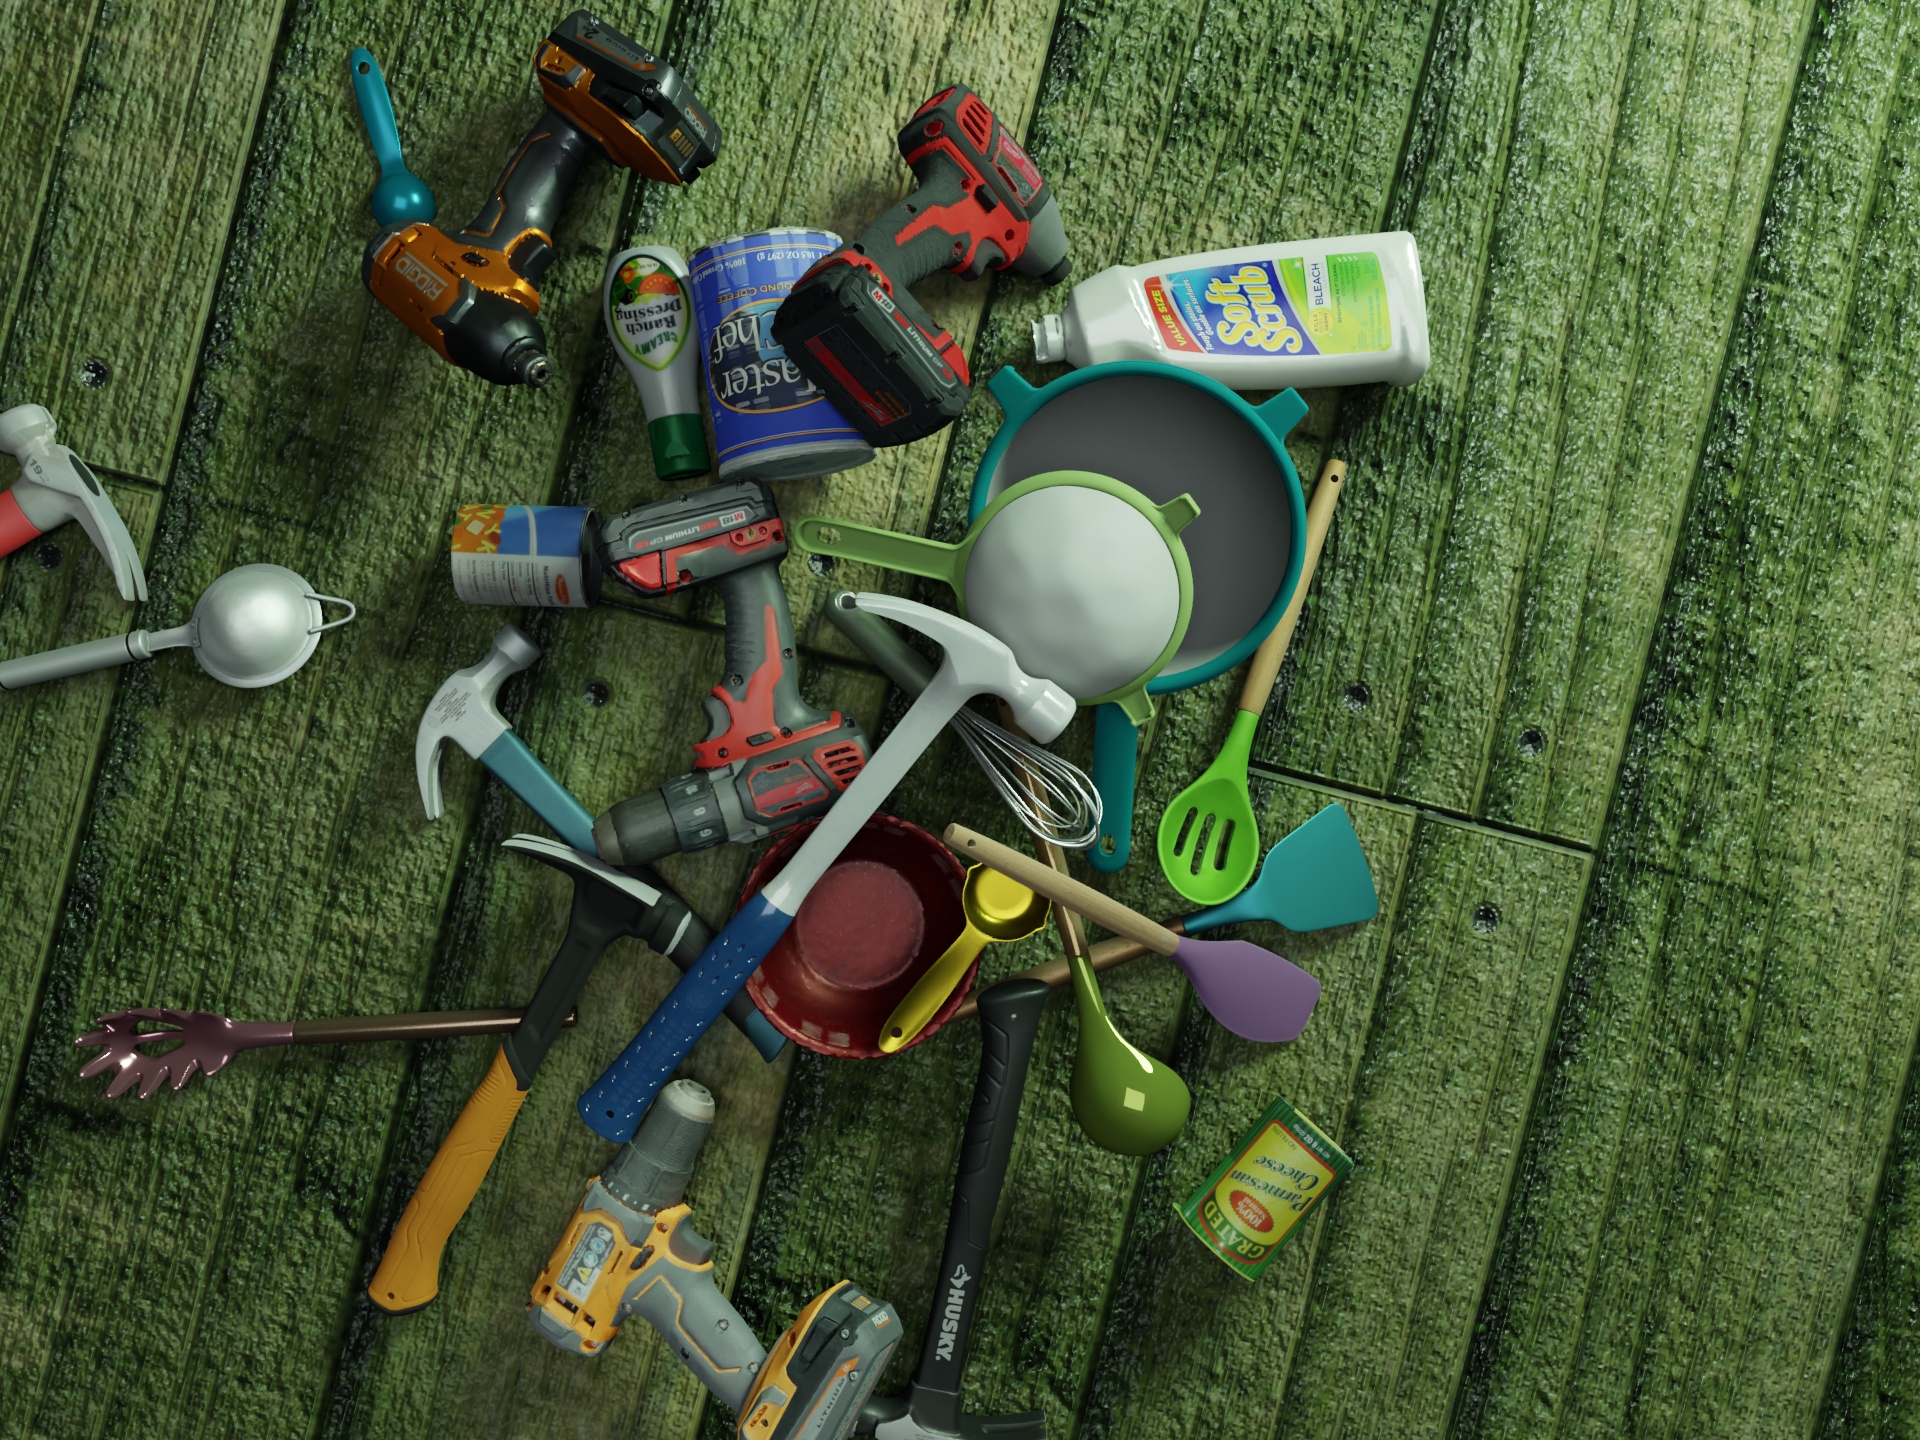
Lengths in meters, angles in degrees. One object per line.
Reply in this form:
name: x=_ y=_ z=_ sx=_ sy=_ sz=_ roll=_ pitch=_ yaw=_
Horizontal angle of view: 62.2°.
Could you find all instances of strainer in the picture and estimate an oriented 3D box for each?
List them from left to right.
strainer: x=-0.533 y=-0.051 z=1.047 sx=0.258 sy=0.050 sz=0.087 roll=-13 pitch=76 yaw=2
strainer: x=0.013 y=-0.084 z=0.975 sx=0.256 sy=0.069 sz=0.151 roll=14 pitch=112 yaw=8
strainer: x=0.114 y=-0.070 z=1.045 sx=0.211 sy=0.095 sz=0.340 roll=7 pitch=112 yaw=12

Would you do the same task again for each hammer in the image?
hammer: x=-0.731 y=-0.048 z=1.042 sx=0.386 sy=0.038 sz=0.143 roll=-31 pitch=93 yaw=-1
hammer: x=-0.307 y=0.240 z=1.039 sx=0.127 sy=0.034 sz=0.337 roll=29 pitch=97 yaw=-3
hammer: x=-0.228 y=0.097 z=1.058 sx=0.128 sy=0.033 sz=0.331 roll=-44 pitch=92 yaw=-1
hammer: x=-0.111 y=0.100 z=0.981 sx=0.144 sy=0.035 sz=0.405 roll=37 pitch=102 yaw=-9
hammer: x=0.012 y=0.330 z=1.047 sx=0.146 sy=0.035 sz=0.334 roll=11 pitch=98 yaw=-1

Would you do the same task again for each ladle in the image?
ladle: x=0.075 y=0.127 z=1.042 sx=0.078 sy=0.062 sz=0.320 roll=-20 pitch=80 yaw=27

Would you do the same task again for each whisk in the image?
whisk: x=-0.002 y=-0.003 z=1.029 sx=0.246 sy=0.059 sz=0.058 roll=43 pitch=55 yaw=18

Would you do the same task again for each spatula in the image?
spatula: x=0.115 y=0.136 z=1.014 sx=0.315 sy=0.018 sz=0.060 roll=30 pitch=85 yaw=-27
spatula: x=0.126 y=0.148 z=1.075 sx=0.317 sy=0.044 sz=0.082 roll=-20 pitch=92 yaw=4

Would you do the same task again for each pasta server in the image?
pasta server: x=-0.415 y=0.208 z=1.054 sx=0.316 sy=0.040 sz=0.060 roll=-3 pitch=100 yaw=-3

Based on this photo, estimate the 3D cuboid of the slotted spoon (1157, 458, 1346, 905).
slotted spoon: x=0.202 y=-0.028 z=1.060 sx=0.070 sy=0.031 sz=0.314 roll=21 pitch=84 yaw=-6

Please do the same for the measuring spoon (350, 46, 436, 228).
measuring spoon: x=-0.383 y=-0.385 z=1.051 sx=0.042 sy=0.021 sz=0.128 roll=-16 pitch=92 yaw=-1

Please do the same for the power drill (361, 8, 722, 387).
power drill: x=-0.258 y=-0.318 z=1.004 sx=0.164 sy=0.084 sz=0.226 roll=40 pitch=90 yaw=27

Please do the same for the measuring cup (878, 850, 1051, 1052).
measuring cup: x=-0.002 y=0.148 z=1.018 sx=0.062 sy=0.029 sz=0.156 roll=38 pitch=96 yaw=-7

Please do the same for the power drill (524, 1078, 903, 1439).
power drill: x=-0.150 y=0.359 z=1.025 sx=0.226 sy=0.084 sz=0.185 roll=28 pitch=90 yaw=17

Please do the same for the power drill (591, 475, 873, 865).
power drill: x=-0.169 y=-0.026 z=1.026 sx=0.188 sy=0.080 sz=0.226 roll=-19 pitch=94 yaw=-12

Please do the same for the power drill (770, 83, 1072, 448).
power drill: x=-0.011 y=-0.282 z=0.997 sx=0.143 sy=0.078 sz=0.220 roll=45 pitch=57 yaw=-26
